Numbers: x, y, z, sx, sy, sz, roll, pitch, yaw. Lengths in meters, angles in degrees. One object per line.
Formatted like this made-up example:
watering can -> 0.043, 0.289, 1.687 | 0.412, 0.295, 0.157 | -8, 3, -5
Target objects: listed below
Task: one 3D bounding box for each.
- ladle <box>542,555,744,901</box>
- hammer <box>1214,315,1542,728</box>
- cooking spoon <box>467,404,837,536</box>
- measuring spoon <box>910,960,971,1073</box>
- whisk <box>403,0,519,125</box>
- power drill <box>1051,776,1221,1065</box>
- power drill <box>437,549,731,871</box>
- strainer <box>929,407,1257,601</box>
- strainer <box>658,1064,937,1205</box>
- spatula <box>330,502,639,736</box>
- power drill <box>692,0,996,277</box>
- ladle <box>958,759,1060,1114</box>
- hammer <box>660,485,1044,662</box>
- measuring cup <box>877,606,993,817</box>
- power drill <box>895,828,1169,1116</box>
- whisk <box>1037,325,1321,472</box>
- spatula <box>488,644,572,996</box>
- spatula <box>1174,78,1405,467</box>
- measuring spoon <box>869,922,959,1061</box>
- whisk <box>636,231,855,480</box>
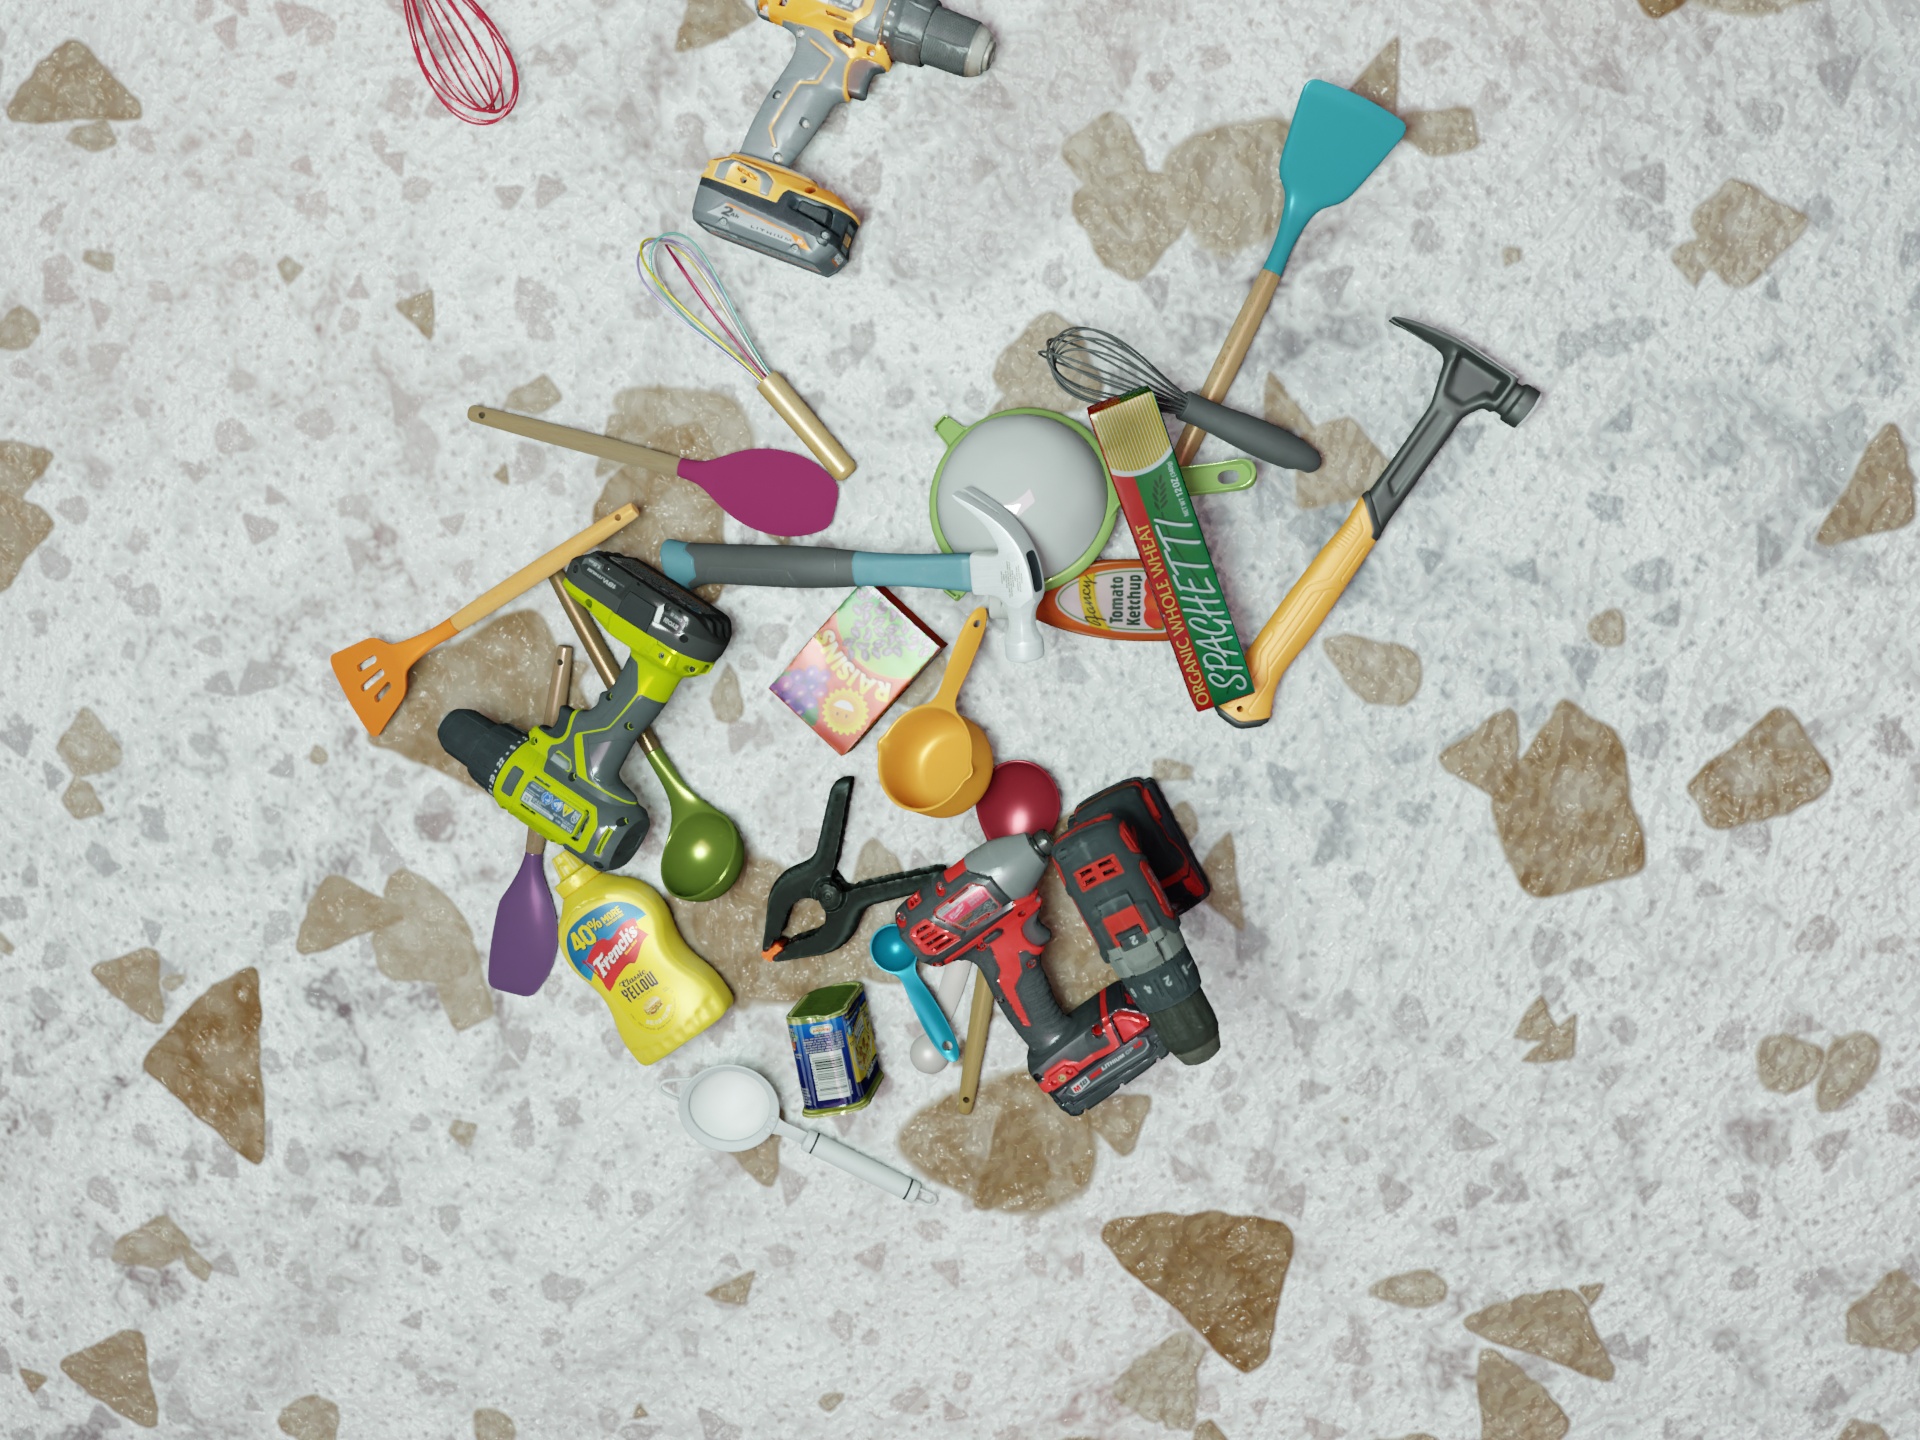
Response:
ladle -> -0.274, 0.004, 1.323 | 0.078, 0.062, 0.320 | -28, 91, 17
hammer -> 0.295, -0.141, 1.226 | 0.127, 0.034, 0.337 | 33, 102, 1
cooking spoon -> -0.254, -0.214, 1.304 | 0.319, 0.017, 0.068 | 15, 100, 5
measuring spoon -> -0.014, 0.242, 1.339 | 0.034, 0.018, 0.124 | 18, 100, 5
whisk -> -0.435, -0.600, 1.254 | 0.073, 0.073, 0.296 | -30, 87, 12
power drill -> 0.140, 0.143, 1.194 | 0.080, 0.227, 0.188 | -27, 94, 12
power drill -> -0.304, -0.018, 1.277 | 0.190, 0.080, 0.228 | 32, 100, 11
strainer -> 0.095, -0.181, 1.210 | 0.256, 0.069, 0.151 | -5, 81, 12
strainer -> -0.137, 0.358, 1.365 | 0.258, 0.050, 0.087 | 27, 108, -2
spatula -> -0.399, -0.094, 1.330 | 0.322, 0.041, 0.081 | -30, 89, 12
power drill -> -0.090, -0.460, 1.214 | 0.185, 0.084, 0.226 | 21, 97, 3
ladle -> 0.028, 0.181, 1.320 | 0.069, 0.031, 0.315 | 11, 102, 7
hammer -> -0.092, -0.117, 1.240 | 0.331, 0.033, 0.128 | 4, 109, 25
measuring cup -> -0.002, -0.004, 1.281 | 0.095, 0.052, 0.173 | 17, 83, 33
power drill -> 0.066, 0.194, 1.271 | 0.143, 0.078, 0.219 | -38, 101, 12
whisk -> 0.168, -0.236, 1.199 | 0.239, 0.055, 0.055 | 20, 102, -14
spatula -> -0.360, 0.089, 1.367 | 0.060, 0.018, 0.316 | 12, 101, 5
spatula -> 0.225, -0.316, 1.204 | 0.082, 0.044, 0.317 | 23, 103, -9
measuring spoon -> -0.033, 0.227, 1.334 | 0.042, 0.021, 0.128 | -28, 90, 11
whisk -> -0.167, -0.292, 1.270 | 0.051, 0.047, 0.245 | -40, 96, 11
